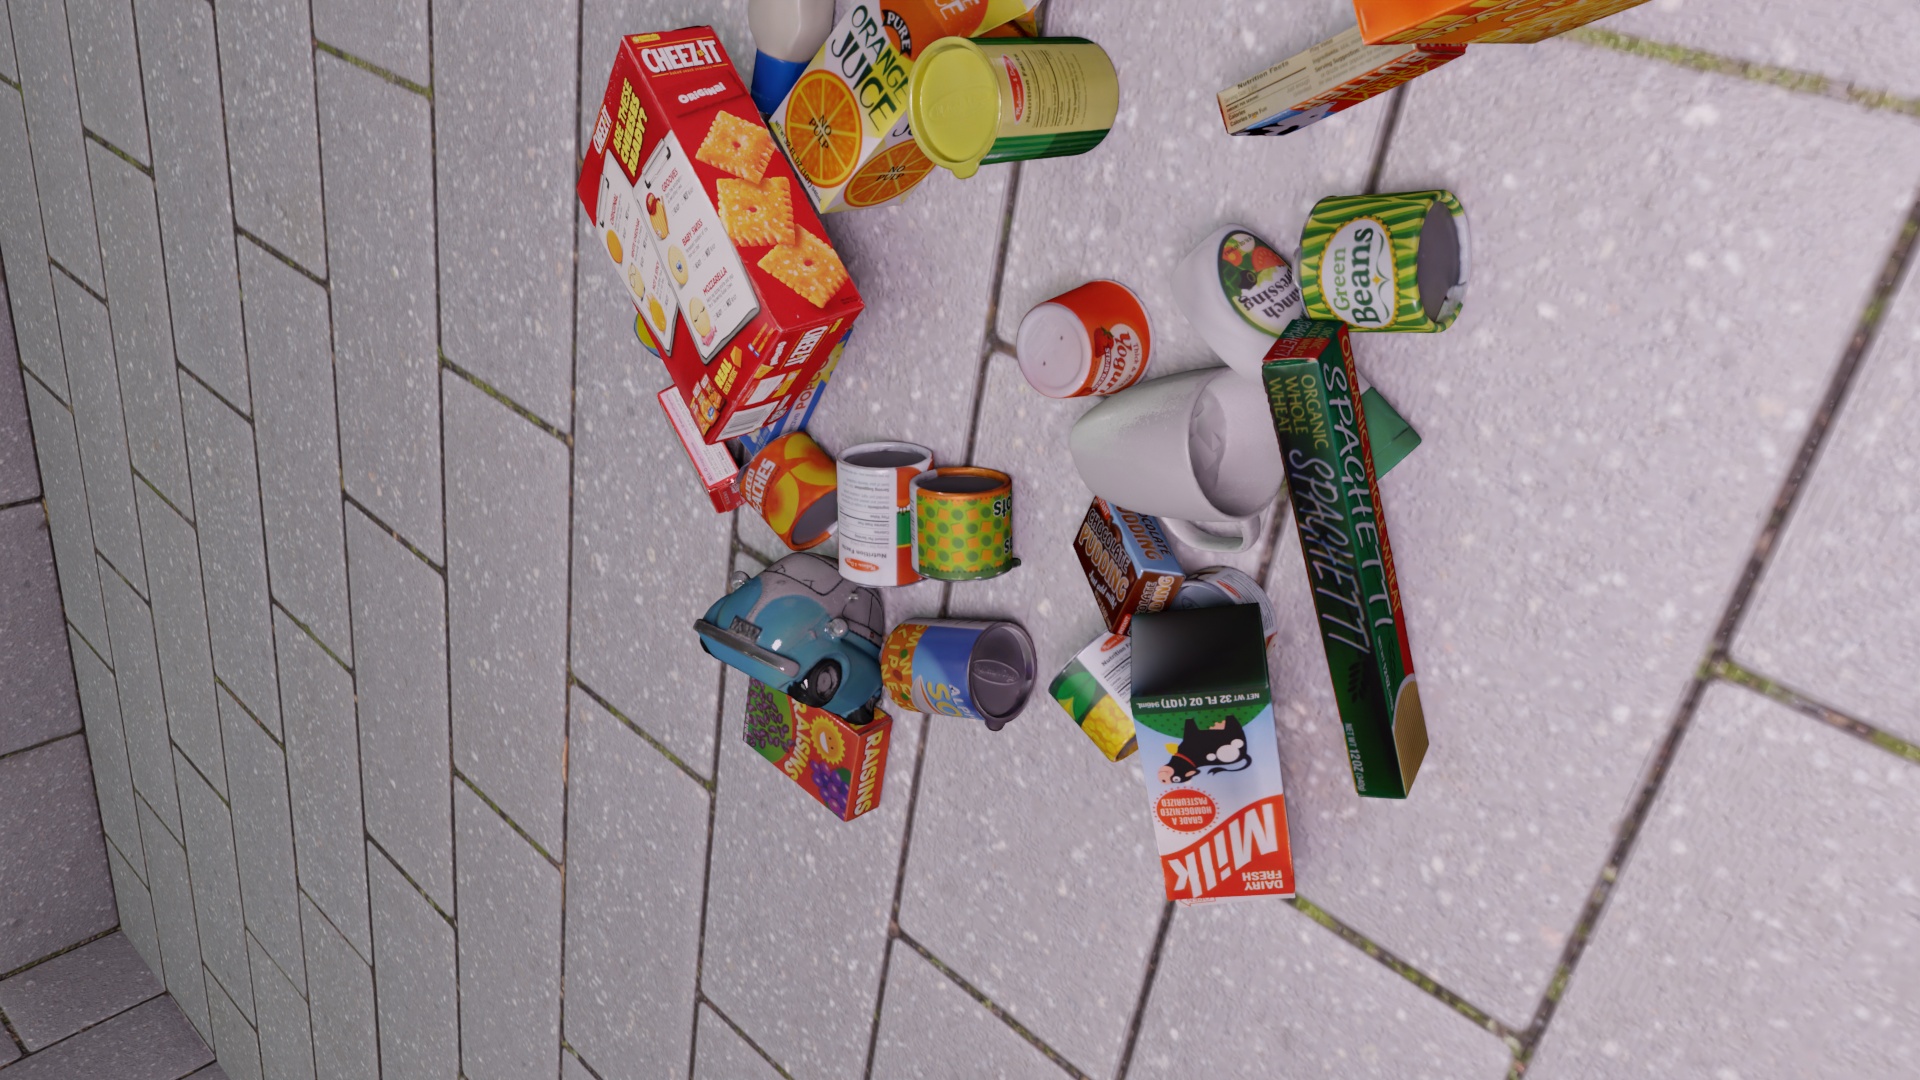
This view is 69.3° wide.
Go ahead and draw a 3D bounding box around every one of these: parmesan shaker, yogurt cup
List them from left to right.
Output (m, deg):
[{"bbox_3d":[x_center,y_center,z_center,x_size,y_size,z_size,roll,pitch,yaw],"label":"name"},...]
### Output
[{"bbox_3d":[0.030,-0.235,0.752,0.071,0.103,0.071,17,116,39],"label":"parmesan shaker"},{"bbox_3d":[0.069,-0.113,0.795,0.072,0.054,0.072,16,115,39],"label":"yogurt cup"}]

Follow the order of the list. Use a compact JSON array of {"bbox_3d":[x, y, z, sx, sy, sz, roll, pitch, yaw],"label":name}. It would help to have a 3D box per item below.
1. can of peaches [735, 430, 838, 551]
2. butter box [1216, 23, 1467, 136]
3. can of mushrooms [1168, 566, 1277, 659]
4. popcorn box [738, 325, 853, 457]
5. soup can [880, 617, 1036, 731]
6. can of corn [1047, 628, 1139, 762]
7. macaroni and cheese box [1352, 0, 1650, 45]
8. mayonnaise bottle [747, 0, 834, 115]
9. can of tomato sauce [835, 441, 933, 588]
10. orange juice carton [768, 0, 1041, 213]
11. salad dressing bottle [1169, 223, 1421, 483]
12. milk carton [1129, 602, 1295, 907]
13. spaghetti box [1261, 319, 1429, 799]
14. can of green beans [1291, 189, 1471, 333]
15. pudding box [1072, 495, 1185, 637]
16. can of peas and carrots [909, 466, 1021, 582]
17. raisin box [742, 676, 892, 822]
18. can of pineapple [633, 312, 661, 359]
[{"bbox_3d":[-0.116,-0.034,0.986,0.058,0.071,0.071,46,131,20],"label":"can of peaches"},{"bbox_3d":[0.178,-0.220,0.654,0.103,0.053,0.024,-15,92,45],"label":"butter box"},{"bbox_3d":[0.144,0.051,0.798,0.071,0.033,0.070,17,116,38],"label":"can of mushrooms"},{"bbox_3d":[-0.135,-0.131,0.992,0.085,0.038,0.126,50,132,20],"label":"popcorn box"},{"bbox_3d":[-0.002,0.088,0.925,0.083,0.071,0.071,0,105,44],"label":"soup can"},{"bbox_3d":[0.096,0.092,0.837,0.058,0.071,0.070,48,132,19],"label":"can of corn"},{"bbox_3d":[0.237,-0.224,0.515,0.123,0.167,0.040,-10,98,45],"label":"macaroni and cheese box"},{"bbox_3d":[-0.106,-0.347,0.885,0.065,0.041,0.147,37,128,30],"label":"mayonnaise bottle"},{"bbox_3d":[-0.049,-0.019,0.935,0.071,0.071,0.082,17,116,38],"label":"can of tomato sauce"},{"bbox_3d":[-0.026,-0.278,0.810,0.192,0.073,0.072,-38,77,44],"label":"orange juice carton"},{"bbox_3d":[0.171,-0.093,0.705,0.148,0.064,0.043,49,145,7],"label":"salad dressing bottle"},{"bbox_3d":[0.142,0.134,0.767,0.072,0.074,0.189,-8,122,12],"label":"milk carton"},{"bbox_3d":[0.193,0.014,0.686,0.028,0.050,0.249,-2,118,34],"label":"spaghetti box"},{"bbox_3d":[0.200,-0.131,0.655,0.058,0.071,0.071,8,110,41],"label":"can of green beans"},{"bbox_3d":[0.096,0.011,0.804,0.084,0.030,0.049,-108,33,-49],"label":"pudding box"},{"bbox_3d":[0.003,-0.011,0.888,0.071,0.071,0.058,14,114,39],"label":"can of peas and carrots"},{"bbox_3d":[-0.111,0.147,1.071,0.123,0.040,0.085,31,123,33],"label":"raisin box"},{"bbox_3d":[-0.201,-0.172,1.020,0.071,0.071,0.057,49,132,19],"label":"can of pineapple"}]
